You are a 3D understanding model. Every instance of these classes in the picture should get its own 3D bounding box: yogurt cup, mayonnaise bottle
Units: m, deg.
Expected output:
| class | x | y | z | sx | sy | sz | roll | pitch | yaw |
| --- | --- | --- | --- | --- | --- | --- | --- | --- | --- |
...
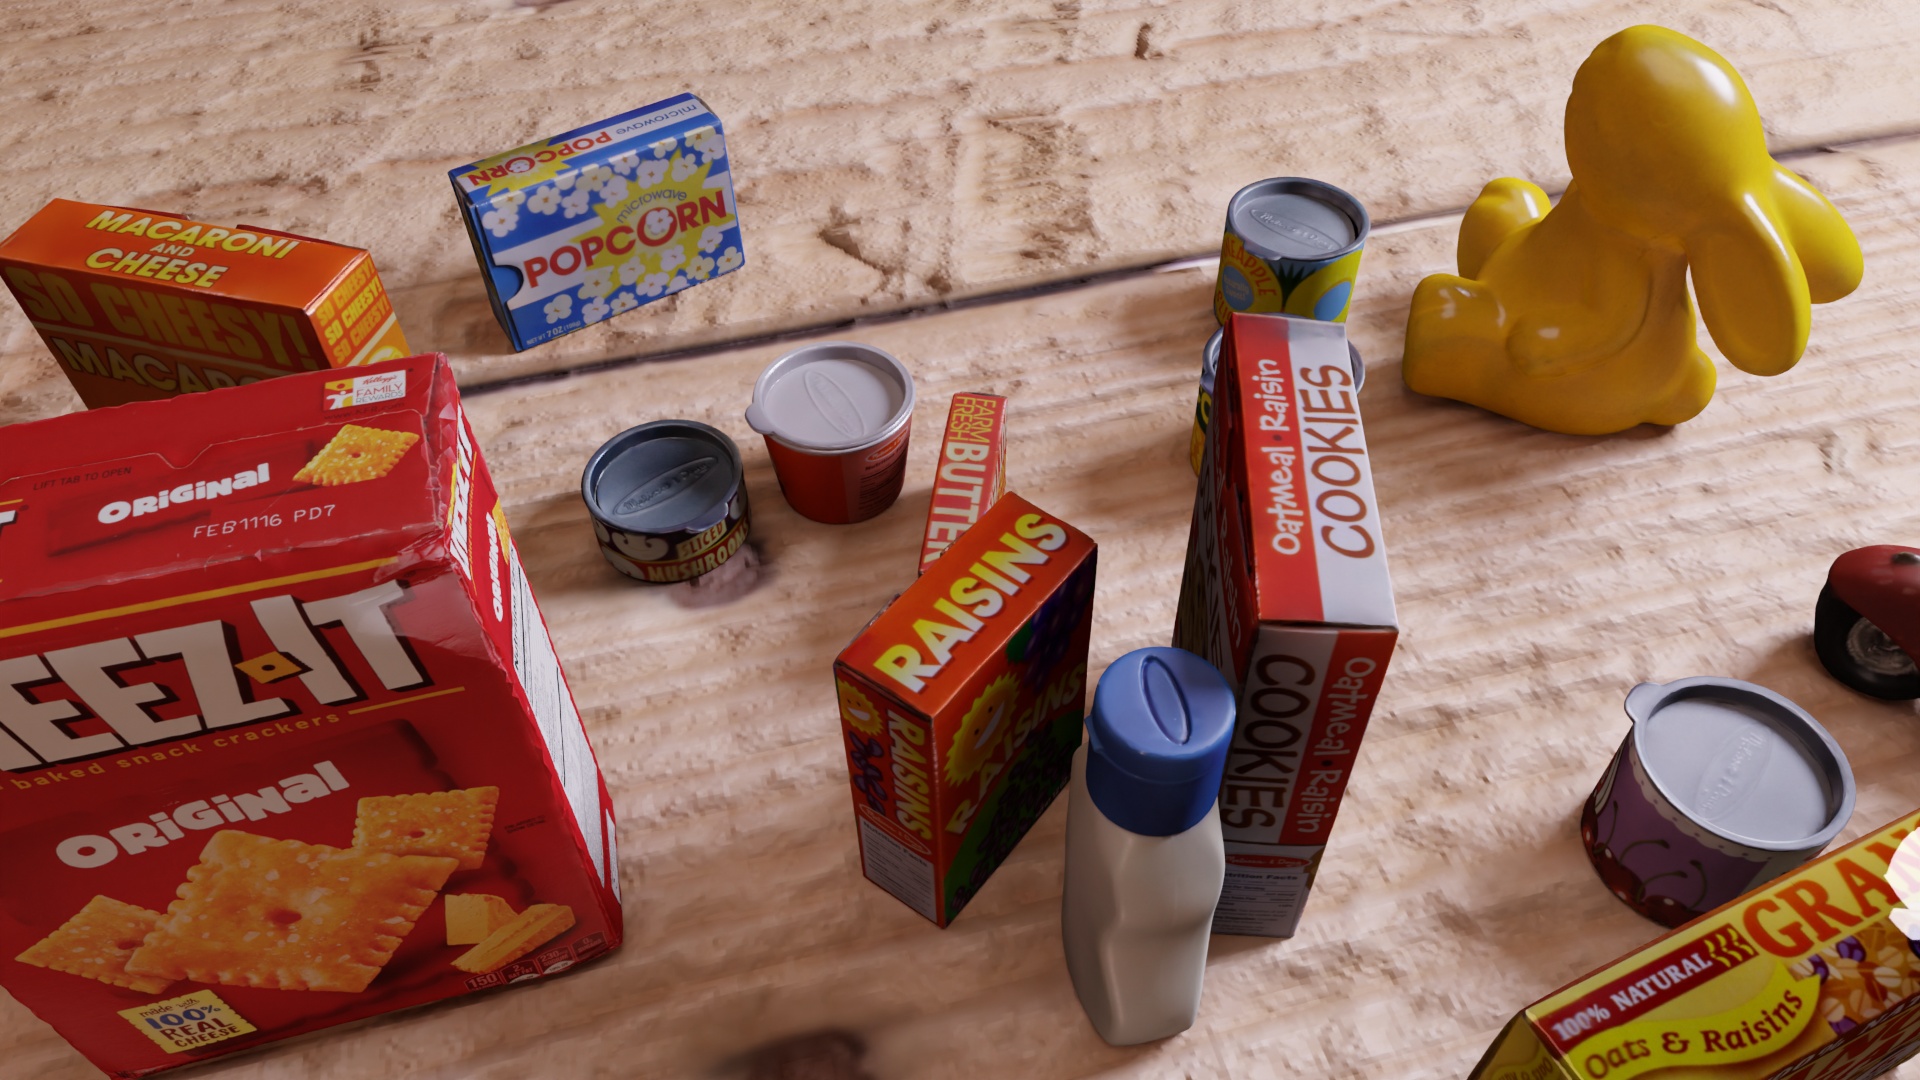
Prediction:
| class | x | y | z | sx | sy | sz | roll | pitch | yaw |
| --- | --- | --- | --- | --- | --- | --- | --- | --- | --- |
| yogurt cup | -0.052 | -0.044 | 0.593 | 0.072 | 0.053 | 0.073 | 0 | 48 | 1 |
| mayonnaise bottle | 0.053 | 0.090 | 0.405 | 0.041 | 0.147 | 0.065 | -9 | 48 | -7 |

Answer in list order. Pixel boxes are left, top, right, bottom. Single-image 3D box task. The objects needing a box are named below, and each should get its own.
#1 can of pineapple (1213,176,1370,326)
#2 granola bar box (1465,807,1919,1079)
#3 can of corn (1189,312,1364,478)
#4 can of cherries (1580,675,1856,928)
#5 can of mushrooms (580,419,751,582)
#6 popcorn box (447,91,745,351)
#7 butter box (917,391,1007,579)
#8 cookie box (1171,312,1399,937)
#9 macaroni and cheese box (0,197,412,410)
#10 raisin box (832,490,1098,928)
| class | x | y | z | sx | sy | sz | roll | pitch | yaw |
| --- | --- | --- | --- | --- | --- | --- | --- | --- | --- |
| can of pineapple | 0.156 | -0.132 | 0.667 | 0.071 | 0.057 | 0.071 | 0 | 48 | 1 |
| granola bar box | 0.211 | 0.135 | 0.377 | 0.166 | 0.123 | 0.039 | -19 | 50 | -16 |
| can of corn | 0.132 | -0.054 | 0.596 | 0.071 | 0.058 | 0.071 | 0 | 48 | 1 |
| can of cherries | 0.248 | 0.087 | 0.465 | 0.071 | 0.058 | 0.072 | 0 | 48 | 1 |
| can of mushrooms | -0.121 | -0.016 | 0.581 | 0.071 | 0.033 | 0.071 | 0 | 48 | 1 |
| popcorn box | -0.172 | -0.155 | 0.675 | 0.127 | 0.084 | 0.038 | -27 | 52 | -22 |
| butter box | 0.002 | -0.007 | 0.558 | 0.024 | 0.052 | 0.104 | 5 | 48 | 6 |
| cookie box | 0.095 | 0.031 | 0.445 | 0.040 | 0.166 | 0.123 | 2 | 48 | 3 |
| macaroni and cheese box | -0.256 | -0.041 | 0.517 | 0.124 | 0.165 | 0.040 | 11 | 49 | 11 |
| raisin box | 0.004 | 0.057 | 0.452 | 0.040 | 0.122 | 0.086 | 30 | 55 | 25 |
